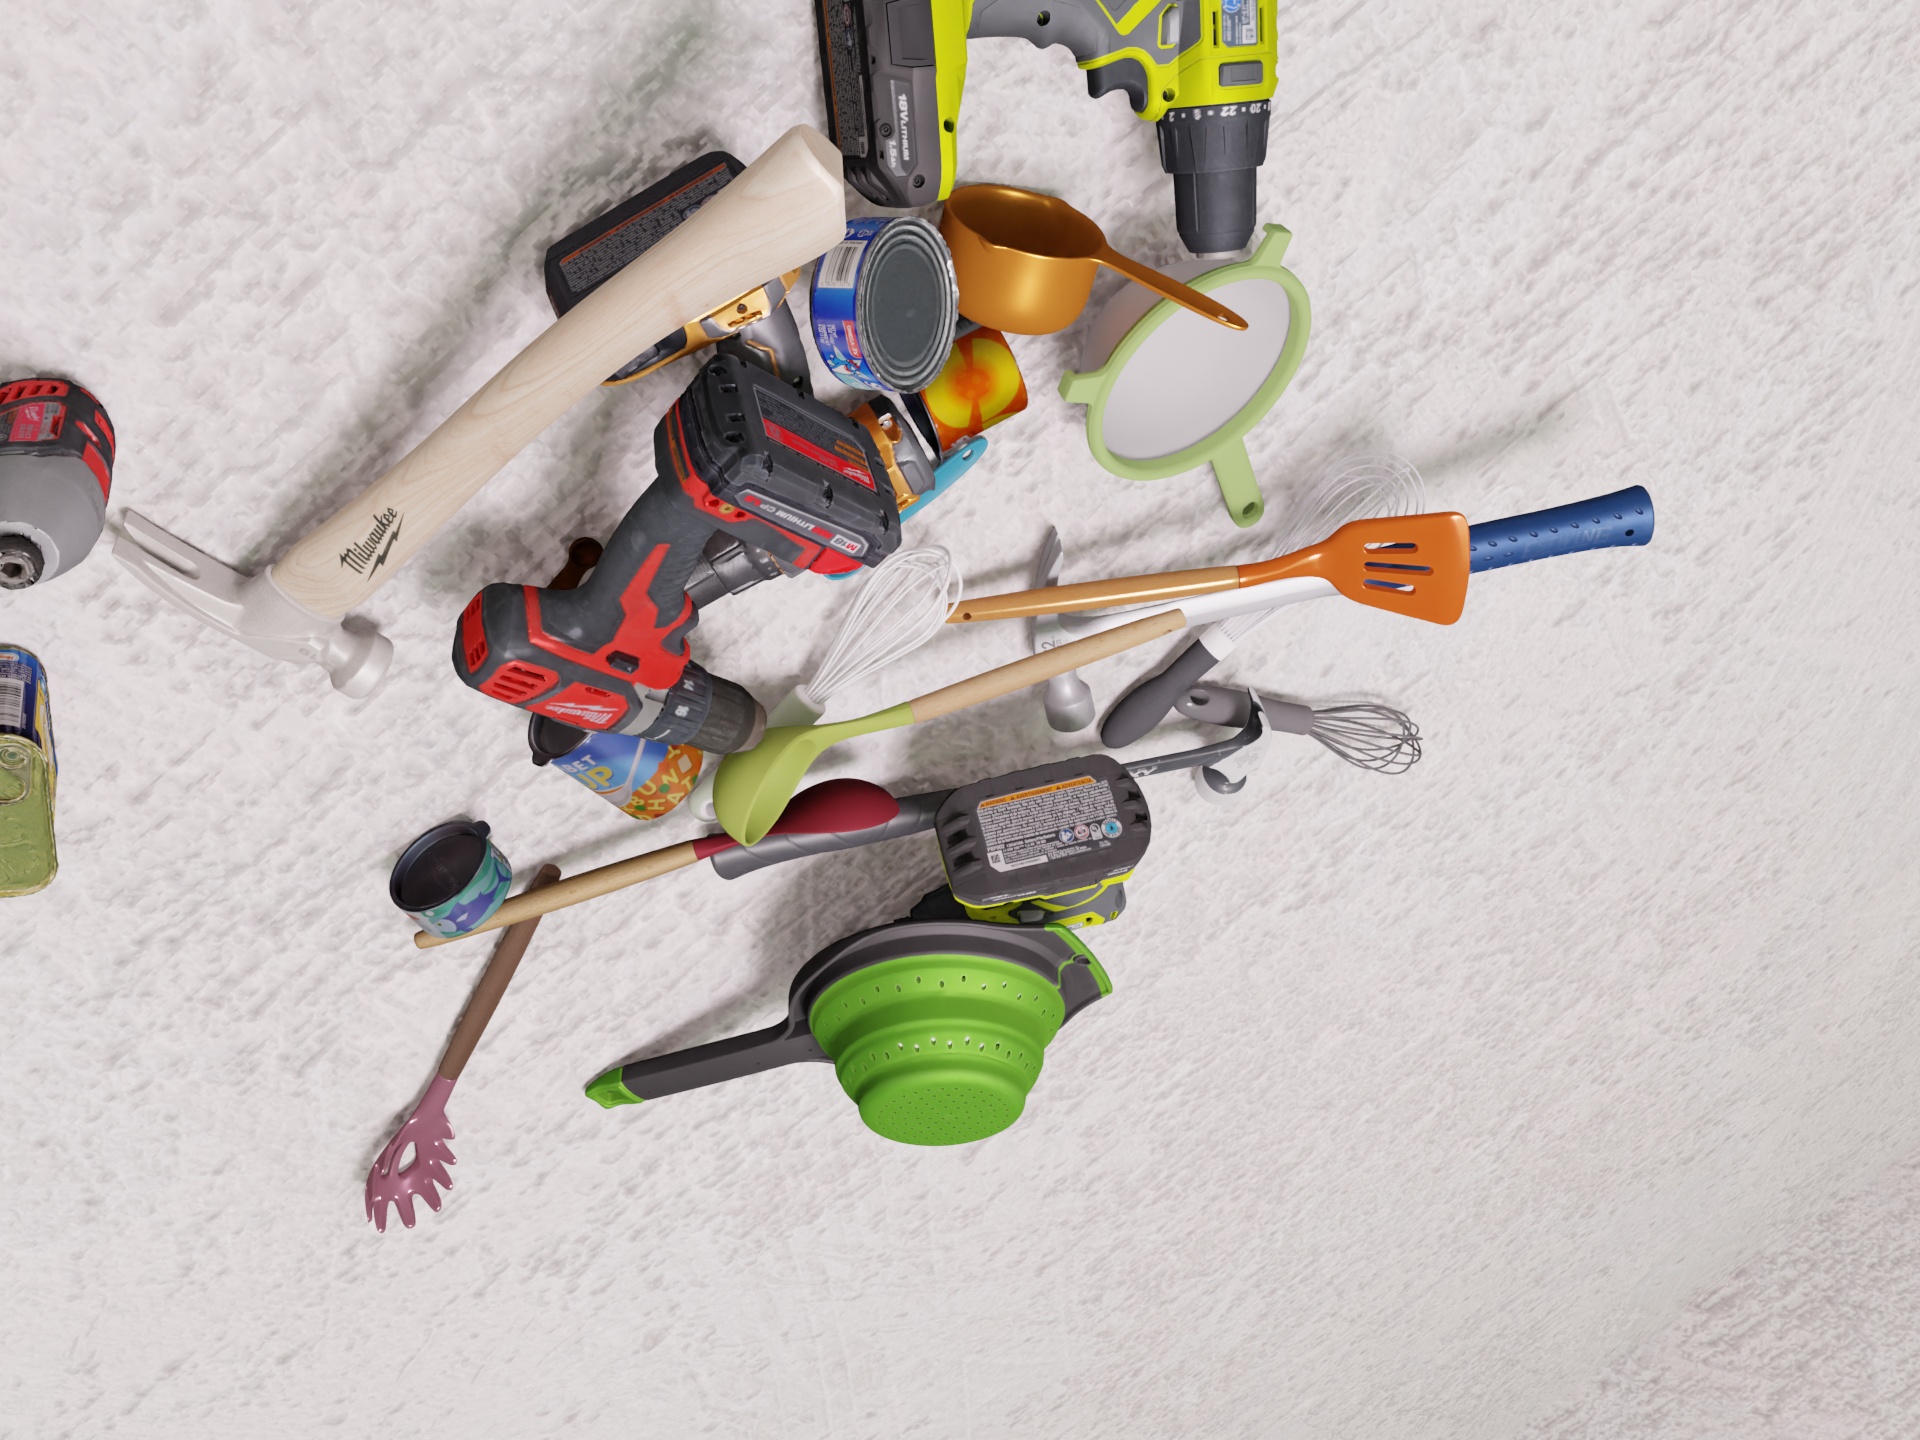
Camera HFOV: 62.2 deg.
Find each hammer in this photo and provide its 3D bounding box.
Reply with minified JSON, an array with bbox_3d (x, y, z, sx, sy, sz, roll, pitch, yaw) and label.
[{"bbox_3d":[-0.221,-0.146,0.742,0.410,0.038,0.146,-31,134,26],"label":"hammer"},{"bbox_3d":[0.243,-0.096,1.037,0.405,0.035,0.144,-12,126,3],"label":"hammer"},{"bbox_3d":[0.028,0.053,1.101,0.409,0.036,0.149,-11,157,-14],"label":"hammer"}]

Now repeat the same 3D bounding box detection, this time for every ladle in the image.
[{"bbox_3d":[-0.193,0.091,1.011,0.315,0.069,0.031,-18,108,-4],"label":"ladle"},{"bbox_3d":[-0.002,-0.003,0.985,0.320,0.062,0.078,-20,159,-10],"label":"ladle"}]

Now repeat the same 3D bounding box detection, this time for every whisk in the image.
[{"bbox_3d":[-0.089,-0.019,1.000,0.057,0.059,0.246,32,113,-35],"label":"whisk"},{"bbox_3d":[0.257,0.003,1.197,0.238,0.055,0.055,9,121,-28],"label":"whisk"},{"bbox_3d":[0.203,-0.075,1.099,0.284,0.070,0.070,-44,133,17],"label":"whisk"}]

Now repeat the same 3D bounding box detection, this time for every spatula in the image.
[{"bbox_3d":[0.150,-0.082,0.990,0.322,0.041,0.081,-7,125,1],"label":"spatula"}]

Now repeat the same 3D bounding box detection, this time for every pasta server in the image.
[{"bbox_3d":[-0.334,0.225,1.079,0.060,0.040,0.316,7,123,-46],"label":"pasta server"}]

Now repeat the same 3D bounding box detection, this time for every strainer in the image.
[{"bbox_3d":[0.141,-0.198,0.970,0.151,0.069,0.256,-36,152,4],"label":"strainer"}]

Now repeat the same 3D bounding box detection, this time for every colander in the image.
[{"bbox_3d":[-0.088,0.248,1.096,0.397,0.095,0.204,-18,140,17],"label":"colander"}]

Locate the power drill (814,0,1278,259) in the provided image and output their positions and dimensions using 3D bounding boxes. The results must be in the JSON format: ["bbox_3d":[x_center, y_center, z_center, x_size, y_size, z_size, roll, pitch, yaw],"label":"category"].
[{"bbox_3d":[0.053,-0.317,0.780,0.228,0.080,0.190,-12,112,-18],"label":"power drill"}]

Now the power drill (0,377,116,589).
[{"bbox_3d":[-0.482,-0.089,0.673,0.219,0.143,0.078,-9,127,-18],"label":"power drill"}]

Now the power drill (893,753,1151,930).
[{"bbox_3d":[0.040,0.107,1.097,0.171,0.080,0.223,-13,159,-9],"label":"power drill"}]

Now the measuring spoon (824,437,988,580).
[{"bbox_3d":[-0.038,-0.133,0.956,0.128,0.021,0.042,-39,152,-5],"label":"measuring spoon"}]

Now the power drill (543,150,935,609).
[{"bbox_3d":[-0.132,-0.159,0.843,0.185,0.084,0.226,-31,139,1],"label":"power drill"}]

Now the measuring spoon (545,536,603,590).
[{"bbox_3d":[-0.241,-0.062,0.912,0.021,0.011,0.117,23,117,-40],"label":"measuring spoon"}]

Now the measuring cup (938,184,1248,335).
[{"bbox_3d":[0.065,-0.223,0.839,0.095,0.174,0.052,-49,164,-50],"label":"measuring cup"}]

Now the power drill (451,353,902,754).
[{"bbox_3d":[-0.131,-0.065,0.836,0.187,0.080,0.226,22,129,-42],"label":"power drill"}]
